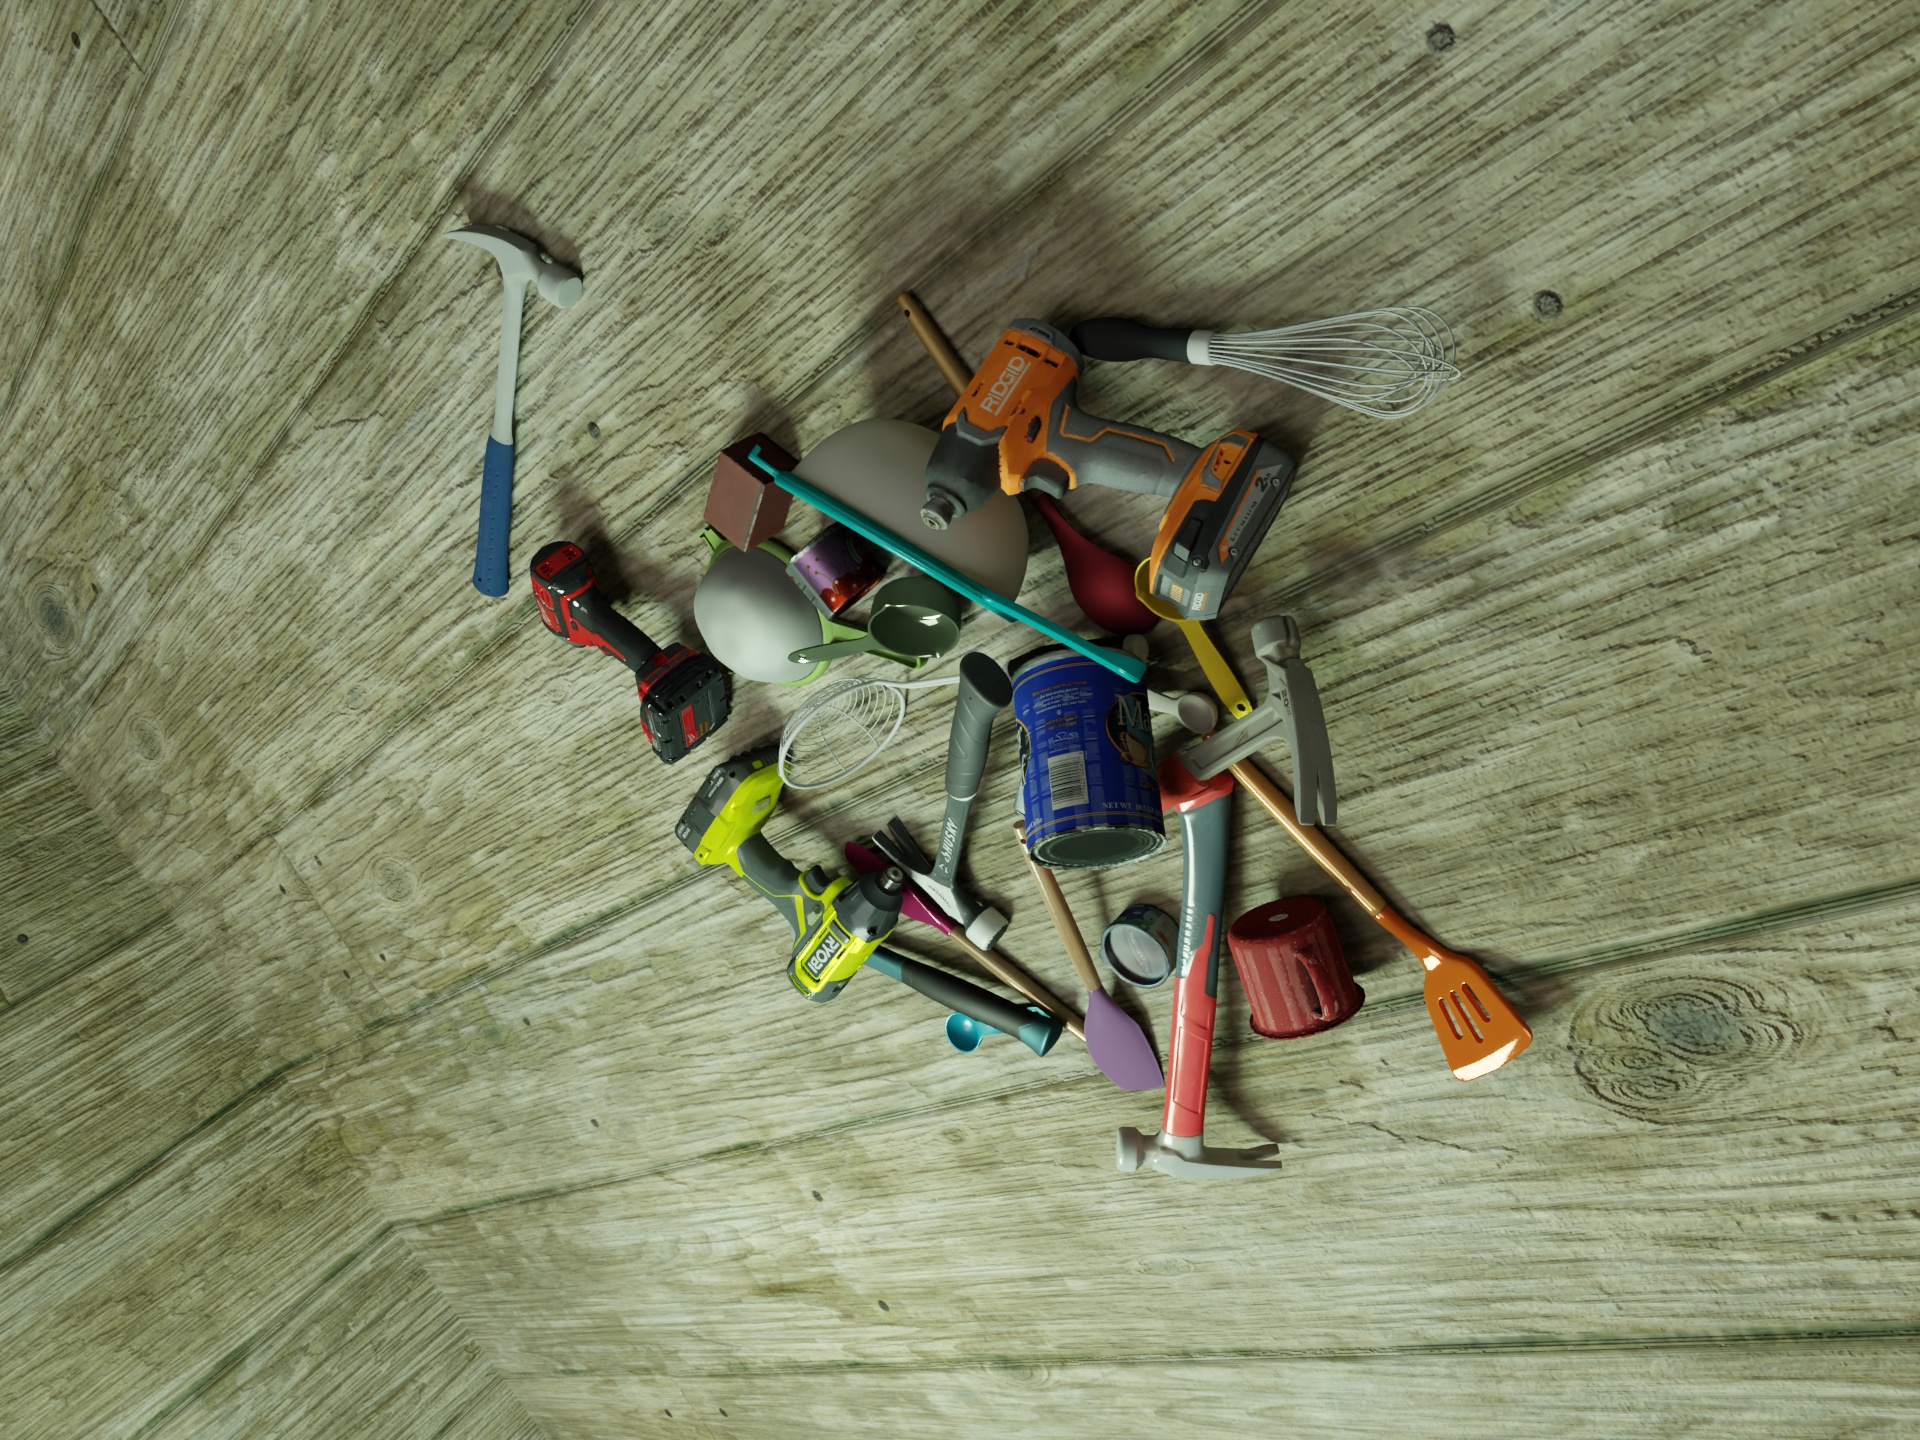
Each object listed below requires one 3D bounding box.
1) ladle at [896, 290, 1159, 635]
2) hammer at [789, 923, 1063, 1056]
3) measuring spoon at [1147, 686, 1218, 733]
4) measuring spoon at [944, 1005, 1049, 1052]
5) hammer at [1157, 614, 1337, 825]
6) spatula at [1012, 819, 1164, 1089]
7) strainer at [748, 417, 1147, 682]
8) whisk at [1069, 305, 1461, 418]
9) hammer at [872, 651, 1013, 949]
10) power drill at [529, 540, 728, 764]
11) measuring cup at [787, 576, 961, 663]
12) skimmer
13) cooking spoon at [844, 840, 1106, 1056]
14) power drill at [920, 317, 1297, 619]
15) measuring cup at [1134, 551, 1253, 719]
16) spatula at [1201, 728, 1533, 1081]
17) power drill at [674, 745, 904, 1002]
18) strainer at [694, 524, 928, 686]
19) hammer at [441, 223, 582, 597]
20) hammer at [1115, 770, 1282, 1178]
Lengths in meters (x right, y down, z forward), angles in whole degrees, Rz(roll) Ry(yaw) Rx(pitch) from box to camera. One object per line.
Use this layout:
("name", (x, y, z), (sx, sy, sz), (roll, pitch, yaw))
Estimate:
("ladle", (0.046, -0.191, 1.200), (0.315, 0.031, 0.069), (55, 140, -2))
("hammer", (-0.041, 0.249, 1.542), (0.331, 0.033, 0.128), (18, 127, 35))
("measuring spoon", (0.149, -0.021, 1.237), (0.124, 0.018, 0.034), (21, 133, 37))
("measuring spoon", (0.039, 0.290, 1.533), (0.128, 0.021, 0.042), (-21, 90, 36))
("hammer", (0.156, 0.059, 1.205), (0.359, 0.036, 0.149), (140, 129, -57))
("spatula", (0.105, 0.212, 1.385), (0.060, 0.018, 0.315), (-10, 121, 25))
("strainer", (0.018, -0.136, 1.153), (0.341, 0.210, 0.095), (32, 94, 35))
("whisk", (0.188, -0.240, 1.033), (0.285, 0.070, 0.070), (16, 126, 38))
("hammer", (-0.003, 0.061, 1.315), (0.149, 0.036, 0.408), (40, 154, 16))
("power drill", (-0.328, -0.066, 1.545), (0.220, 0.078, 0.143), (41, 155, 18))
("measuring cup", (-0.075, -0.079, 1.329), (0.167, 0.038, 0.083), (-11, 145, 30))
("skimmer", (-0.002, -0.004, 1.306), (0.363, 0.127, 0.090), (-8, 83, 38))
("cooking spoon", (0.014, 0.214, 1.497), (0.319, 0.017, 0.068), (37, 151, 15))
("power drill", (0.091, -0.159, 1.073), (0.226, 0.164, 0.084), (29, 163, 12))
("measuring cup", (0.183, -0.065, 1.176), (0.062, 0.029, 0.156), (-11, 122, 43))
("spatula", (0.294, 0.129, 1.194), (0.323, 0.041, 0.081), (46, 134, 7))
("power drill", (-0.157, 0.138, 1.520), (0.223, 0.080, 0.171), (46, 124, 14))
("strainer", (-0.147, -0.073, 1.403), (0.256, 0.069, 0.151), (17, 127, 33))
("hammer", (-0.445, -0.286, 1.535), (0.144, 0.035, 0.405), (36, 134, 16))
("hammer", (0.209, 0.217, 1.307), (0.143, 0.038, 0.386), (2, 116, 2))
